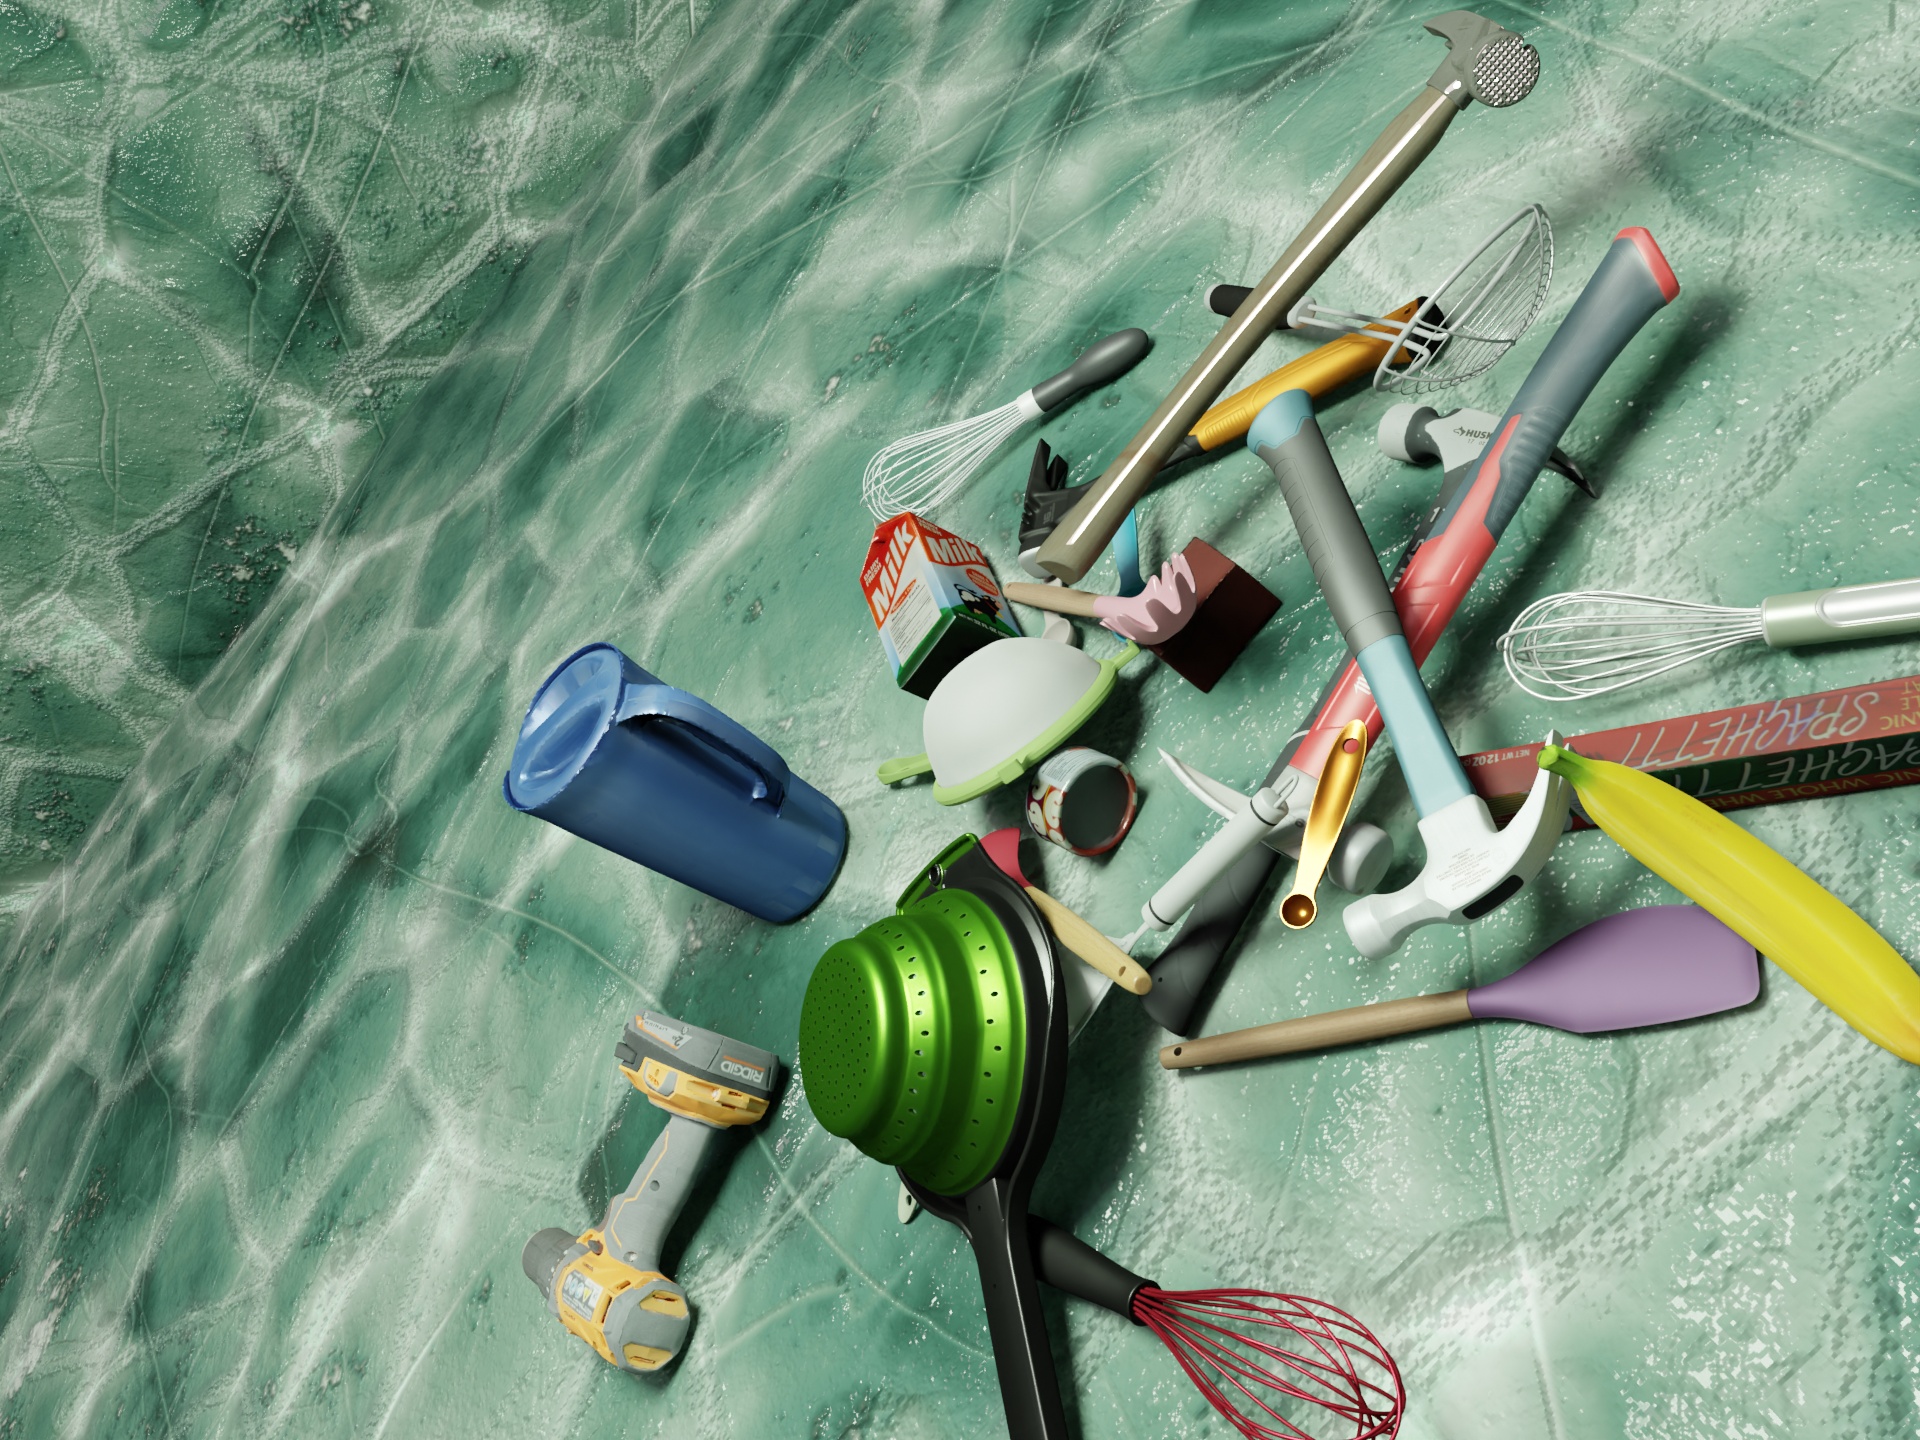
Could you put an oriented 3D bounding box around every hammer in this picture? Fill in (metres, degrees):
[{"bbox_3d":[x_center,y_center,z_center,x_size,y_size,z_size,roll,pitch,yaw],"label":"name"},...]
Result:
[{"bbox_3d":[0.181,-0.211,1.119,0.337,0.034,0.127,-23,42,35],"label":"hammer"},{"bbox_3d":[0.182,-0.250,0.985,0.410,0.038,0.146,-50,17,23],"label":"hammer"},{"bbox_3d":[0.217,-0.002,0.918,0.149,0.036,0.409,24,82,53],"label":"hammer"},{"bbox_3d":[0.214,-0.047,0.829,0.128,0.033,0.331,-31,52,25],"label":"hammer"},{"bbox_3d":[0.260,-0.101,0.873,0.143,0.038,0.386,32,90,38],"label":"hammer"}]

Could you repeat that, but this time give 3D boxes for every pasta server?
[{"bbox_3d":[0.081,-0.084,1.066,0.060,0.040,0.316,-43,18,-7],"label":"pasta server"}]

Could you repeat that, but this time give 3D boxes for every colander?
[{"bbox_3d":[-0.016,0.251,0.871,0.204,0.094,0.398,-48,44,45],"label":"colander"}]

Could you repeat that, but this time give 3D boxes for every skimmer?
[{"bbox_3d":[0.233,-0.273,0.998,0.127,0.090,0.364,-45,28,-1],"label":"skimmer"}]

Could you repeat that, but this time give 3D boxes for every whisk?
[{"bbox_3d":[0.032,-0.243,1.304,0.284,0.070,0.070,-28,44,26],"label":"whisk"},{"bbox_3d":[0.105,0.297,0.794,0.296,0.073,0.073,2,64,57],"label":"whisk"},{"bbox_3d":[0.377,-0.046,0.758,0.246,0.059,0.058,-7,69,41],"label":"whisk"}]

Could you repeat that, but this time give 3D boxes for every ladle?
[{"bbox_3d":[0.048,0.112,0.935,0.069,0.031,0.315,-59,17,-2],"label":"ladle"}]

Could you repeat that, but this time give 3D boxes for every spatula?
[{"bbox_3d":[0.233,0.144,0.796,0.316,0.018,0.060,-21,45,37],"label":"spatula"}]

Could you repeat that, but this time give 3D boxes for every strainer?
[{"bbox_3d":[-0.002,-0.004,1.105,0.151,0.069,0.256,-44,14,-33],"label":"strainer"},{"bbox_3d":[0.105,0.111,0.888,0.258,0.050,0.087,-51,1,34],"label":"strainer"}]

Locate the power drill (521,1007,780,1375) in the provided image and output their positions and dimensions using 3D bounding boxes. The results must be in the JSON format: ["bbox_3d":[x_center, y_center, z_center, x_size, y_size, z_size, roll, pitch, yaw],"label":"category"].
[{"bbox_3d":[-0.232,0.327,1.139,0.185,0.084,0.226,2,69,51],"label":"power drill"}]

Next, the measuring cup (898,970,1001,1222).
[{"bbox_3d":[-0.001,0.234,0.989,0.083,0.038,0.167,22,97,56],"label":"measuring cup"}]

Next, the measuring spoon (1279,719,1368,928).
[{"bbox_3d":[0.191,0.054,0.826,0.021,0.011,0.117,11,74,35],"label":"measuring spoon"}]

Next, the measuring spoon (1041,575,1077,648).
[{"bbox_3d":[0.073,-0.085,1.170,0.034,0.018,0.124,-40,31,33],"label":"measuring spoon"}]

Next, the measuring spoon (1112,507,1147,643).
[{"bbox_3d":[0.121,-0.111,1.102,0.042,0.021,0.129,-20,64,36],"label":"measuring spoon"}]
